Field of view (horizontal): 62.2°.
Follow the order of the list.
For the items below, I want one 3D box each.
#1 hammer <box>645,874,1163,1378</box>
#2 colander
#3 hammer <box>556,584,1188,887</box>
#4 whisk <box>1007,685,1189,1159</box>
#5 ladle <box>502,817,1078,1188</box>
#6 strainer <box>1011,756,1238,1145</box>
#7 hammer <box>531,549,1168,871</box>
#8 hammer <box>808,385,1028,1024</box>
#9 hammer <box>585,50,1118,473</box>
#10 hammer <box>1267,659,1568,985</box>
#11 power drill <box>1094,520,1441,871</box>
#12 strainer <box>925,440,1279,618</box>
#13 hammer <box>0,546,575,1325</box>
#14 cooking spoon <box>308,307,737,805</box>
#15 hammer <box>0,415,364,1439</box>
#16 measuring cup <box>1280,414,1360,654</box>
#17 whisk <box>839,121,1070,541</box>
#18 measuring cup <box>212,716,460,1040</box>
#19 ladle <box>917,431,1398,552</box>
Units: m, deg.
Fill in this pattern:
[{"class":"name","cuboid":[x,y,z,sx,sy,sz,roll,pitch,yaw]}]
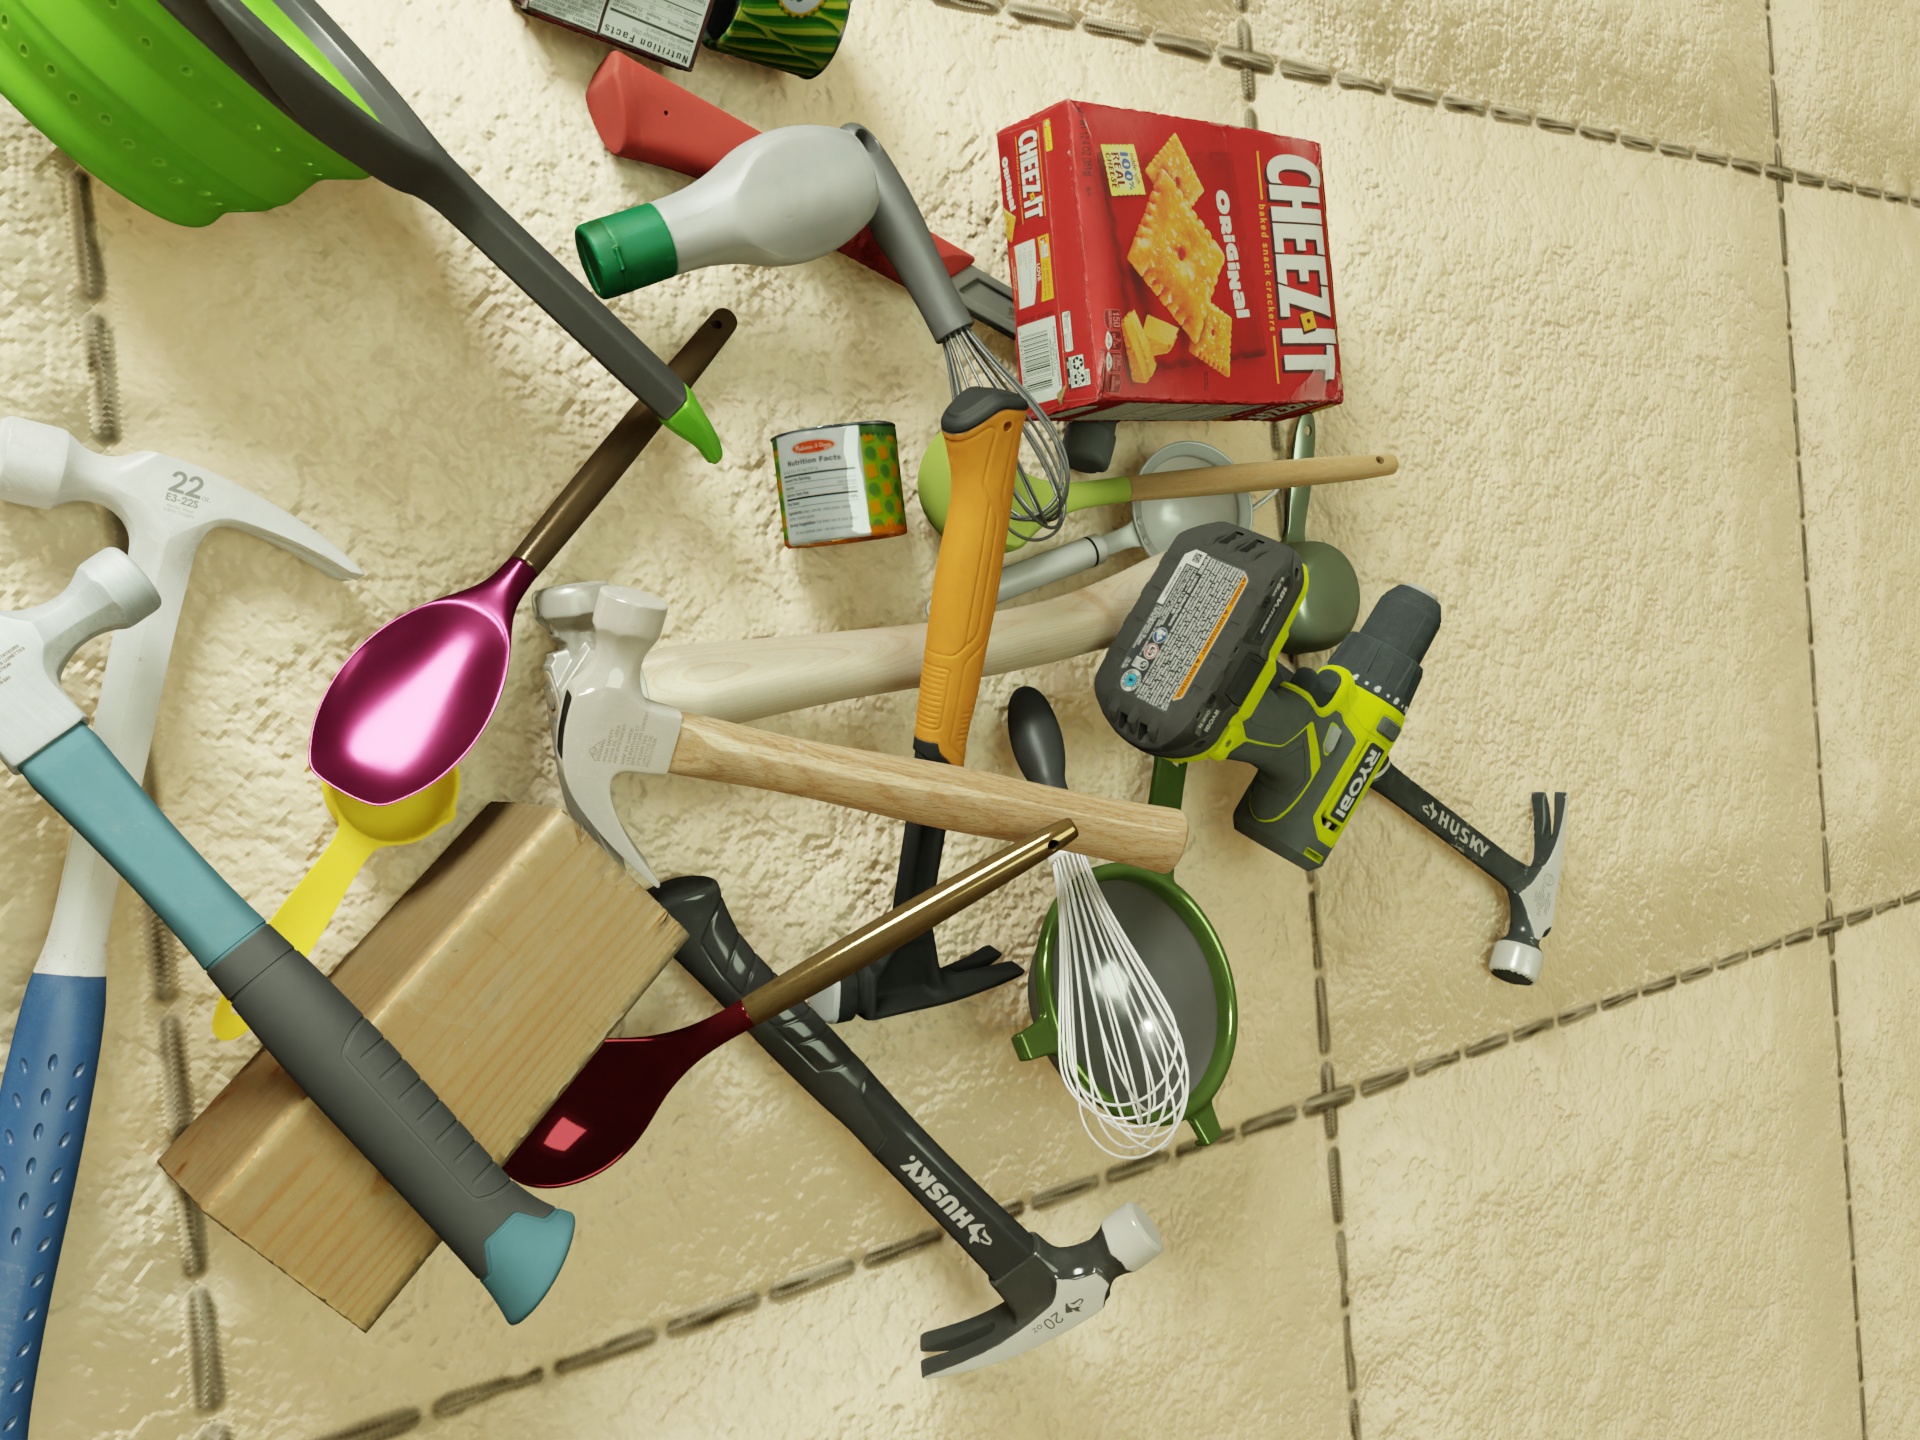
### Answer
[{"class":"hammer","cuboid":[-0.051,0.208,0.827,0.146,0.035,0.334,-39,106,9]},{"class":"colander","cuboid":[-0.261,-0.217,0.663,0.094,0.205,0.396,-42,126,7]},{"class":"hammer","cuboid":[-0.032,0.035,0.778,0.331,0.031,0.130,13,103,-25]},{"class":"whisk","cuboid":[0.064,0.098,0.859,0.070,0.070,0.285,13,48,-35]},{"class":"ladle","cuboid":[-0.080,0.128,0.770,0.315,0.031,0.069,-29,115,-7]},{"class":"strainer","cuboid":[0.096,0.119,0.954,0.151,0.069,0.257,30,54,-26]},{"class":"hammer","cuboid":[-0.018,-0.027,0.859,0.410,0.038,0.146,-12,97,-30]},{"class":"hammer","cuboid":[-0.001,-0.003,0.824,0.127,0.034,0.336,-6,113,-36]},{"class":"hammer","cuboid":[-0.034,-0.270,0.877,0.358,0.037,0.149,20,77,-34]},{"class":"hammer","cuboid":[0.303,0.038,1.113,0.408,0.036,0.149,34,69,-30]},{"class":"power drill","cuboid":[0.196,-0.026,0.948,0.228,0.080,0.190,28,92,-47]},{"class":"strainer","cuboid":[0.084,-0.106,0.956,0.258,0.050,0.087,-23,97,-28]},{"class":"hammer","cuboid":[-0.265,0.096,0.607,0.128,0.033,0.331,-43,96,-27]},{"class":"cooking spoon","cuboid":[-0.191,-0.090,0.748,0.069,0.017,0.319,28,61,4]},{"class":"hammer","cuboid":[-0.349,0.092,0.640,0.144,0.035,0.405,13,81,-35]},{"class":"measuring cup","cuboid":[0.238,-0.128,1.066,0.083,0.038,0.167,6,87,-36]},{"class":"whisk","cuboid":[-0.006,-0.203,0.832,0.055,0.055,0.239,-30,94,-33]},{"class":"measuring cup","cuboid":[-0.280,0.068,0.697,0.062,0.029,0.156,39,70,-28]},{"class":"ladle","cuboid":[0.125,-0.144,0.930,0.320,0.062,0.078,-8,70,-20]}]
